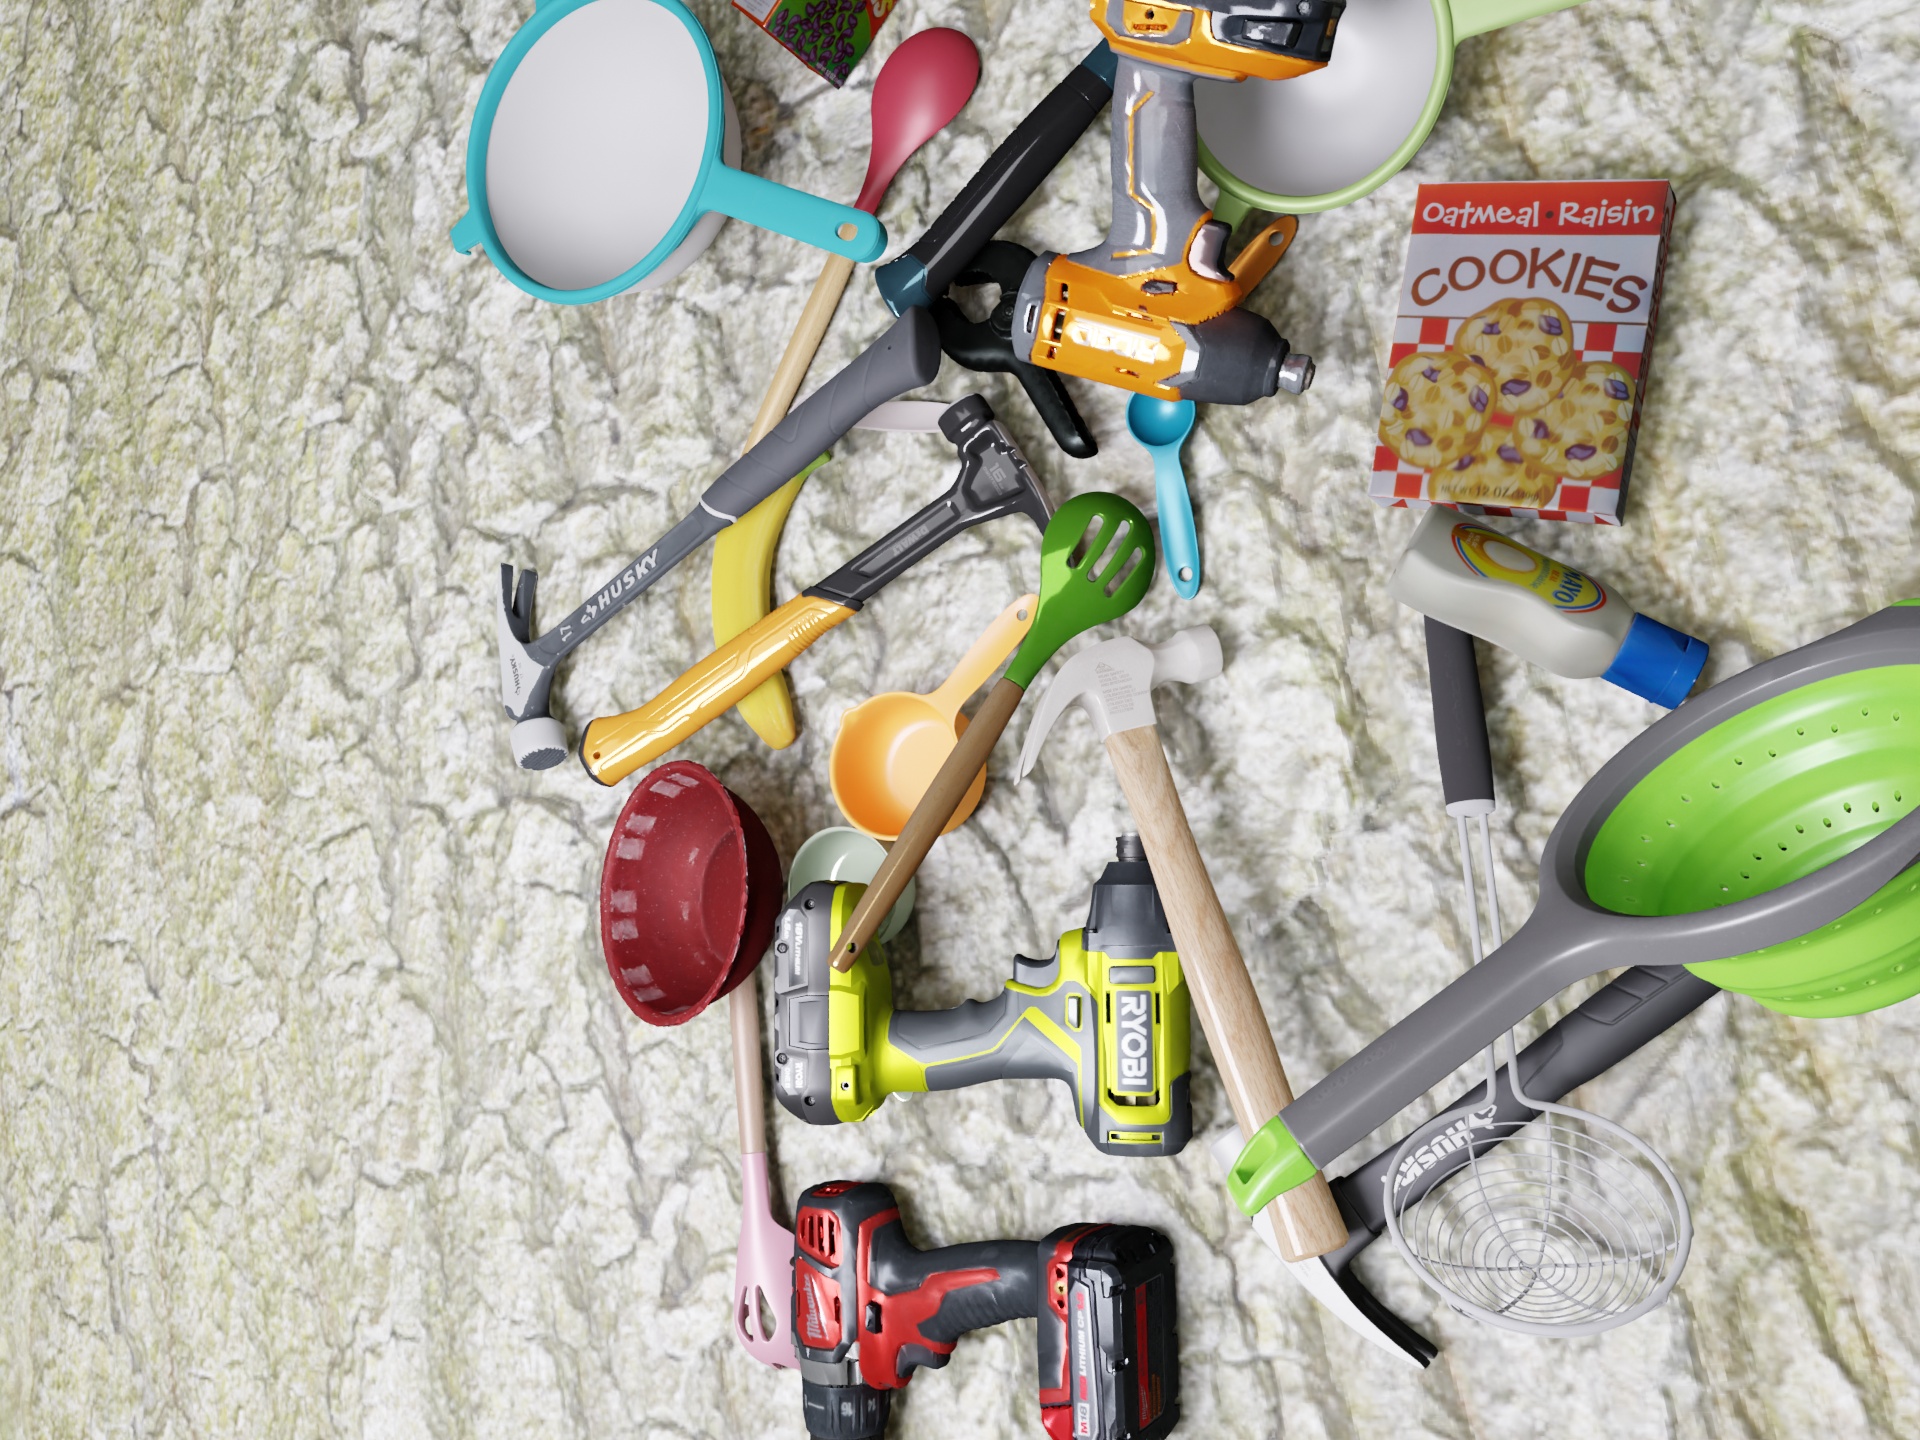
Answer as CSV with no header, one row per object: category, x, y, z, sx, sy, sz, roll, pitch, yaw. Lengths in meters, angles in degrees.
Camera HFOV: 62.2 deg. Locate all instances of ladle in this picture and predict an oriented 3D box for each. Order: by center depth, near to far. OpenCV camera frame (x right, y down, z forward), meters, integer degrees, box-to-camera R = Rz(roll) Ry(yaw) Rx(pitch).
ladle,-0.076,-0.298,1.021,0.069,0.031,0.315,31,101,26

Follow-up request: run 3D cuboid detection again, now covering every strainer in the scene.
strainer,0.238,-0.359,0.833,0.256,0.069,0.151,-8,103,25
strainer,-0.169,-0.347,1.036,0.340,0.095,0.211,26,100,25

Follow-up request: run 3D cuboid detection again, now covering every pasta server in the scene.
pasta server,-0.127,0.242,0.994,0.060,0.040,0.316,-13,75,26

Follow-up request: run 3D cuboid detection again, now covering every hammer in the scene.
hammer,0.290,0.177,0.779,0.334,0.035,0.146,-42,67,17
hammer,0.123,0.112,0.825,0.130,0.031,0.331,-13,73,-16
hammer,0.068,-0.363,0.926,0.331,0.033,0.128,-47,67,7
hammer,-0.093,-0.053,0.969,0.337,0.034,0.127,-33,76,12
hammer,-0.166,-0.127,1.005,0.409,0.036,0.149,-34,62,29

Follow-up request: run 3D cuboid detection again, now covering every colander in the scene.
colander,0.292,0.105,0.664,0.397,0.204,0.094,-38,99,2

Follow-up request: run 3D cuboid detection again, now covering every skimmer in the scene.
skimmer,0.250,0.093,0.744,0.127,0.090,0.363,-5,71,11

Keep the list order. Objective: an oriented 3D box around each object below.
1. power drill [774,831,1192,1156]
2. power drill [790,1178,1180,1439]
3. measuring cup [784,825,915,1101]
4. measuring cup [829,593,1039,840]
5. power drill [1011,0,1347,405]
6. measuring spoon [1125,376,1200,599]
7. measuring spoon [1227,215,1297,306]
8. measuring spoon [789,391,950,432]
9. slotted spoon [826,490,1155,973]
power drill,0.015,0.148,0.882,0.223,0.080,0.171,-1,85,11
power drill,0.003,0.360,0.887,0.227,0.080,0.188,-5,83,30
measuring cup,-0.050,0.144,0.958,0.083,0.038,0.168,-21,82,23
measuring cup,-0.001,-0.003,0.938,0.095,0.052,0.173,45,102,23
power drill,0.126,-0.278,0.827,0.164,0.084,0.226,19,117,15
measuring spoon,0.123,-0.132,0.909,0.042,0.021,0.128,-8,90,27
measuring spoon,0.151,-0.239,0.907,0.021,0.011,0.117,45,102,23
measuring spoon,-0.050,-0.189,1.005,0.124,0.018,0.034,5,74,21
slotted spoon,0.017,0.003,0.873,0.070,0.031,0.314,35,79,-12
